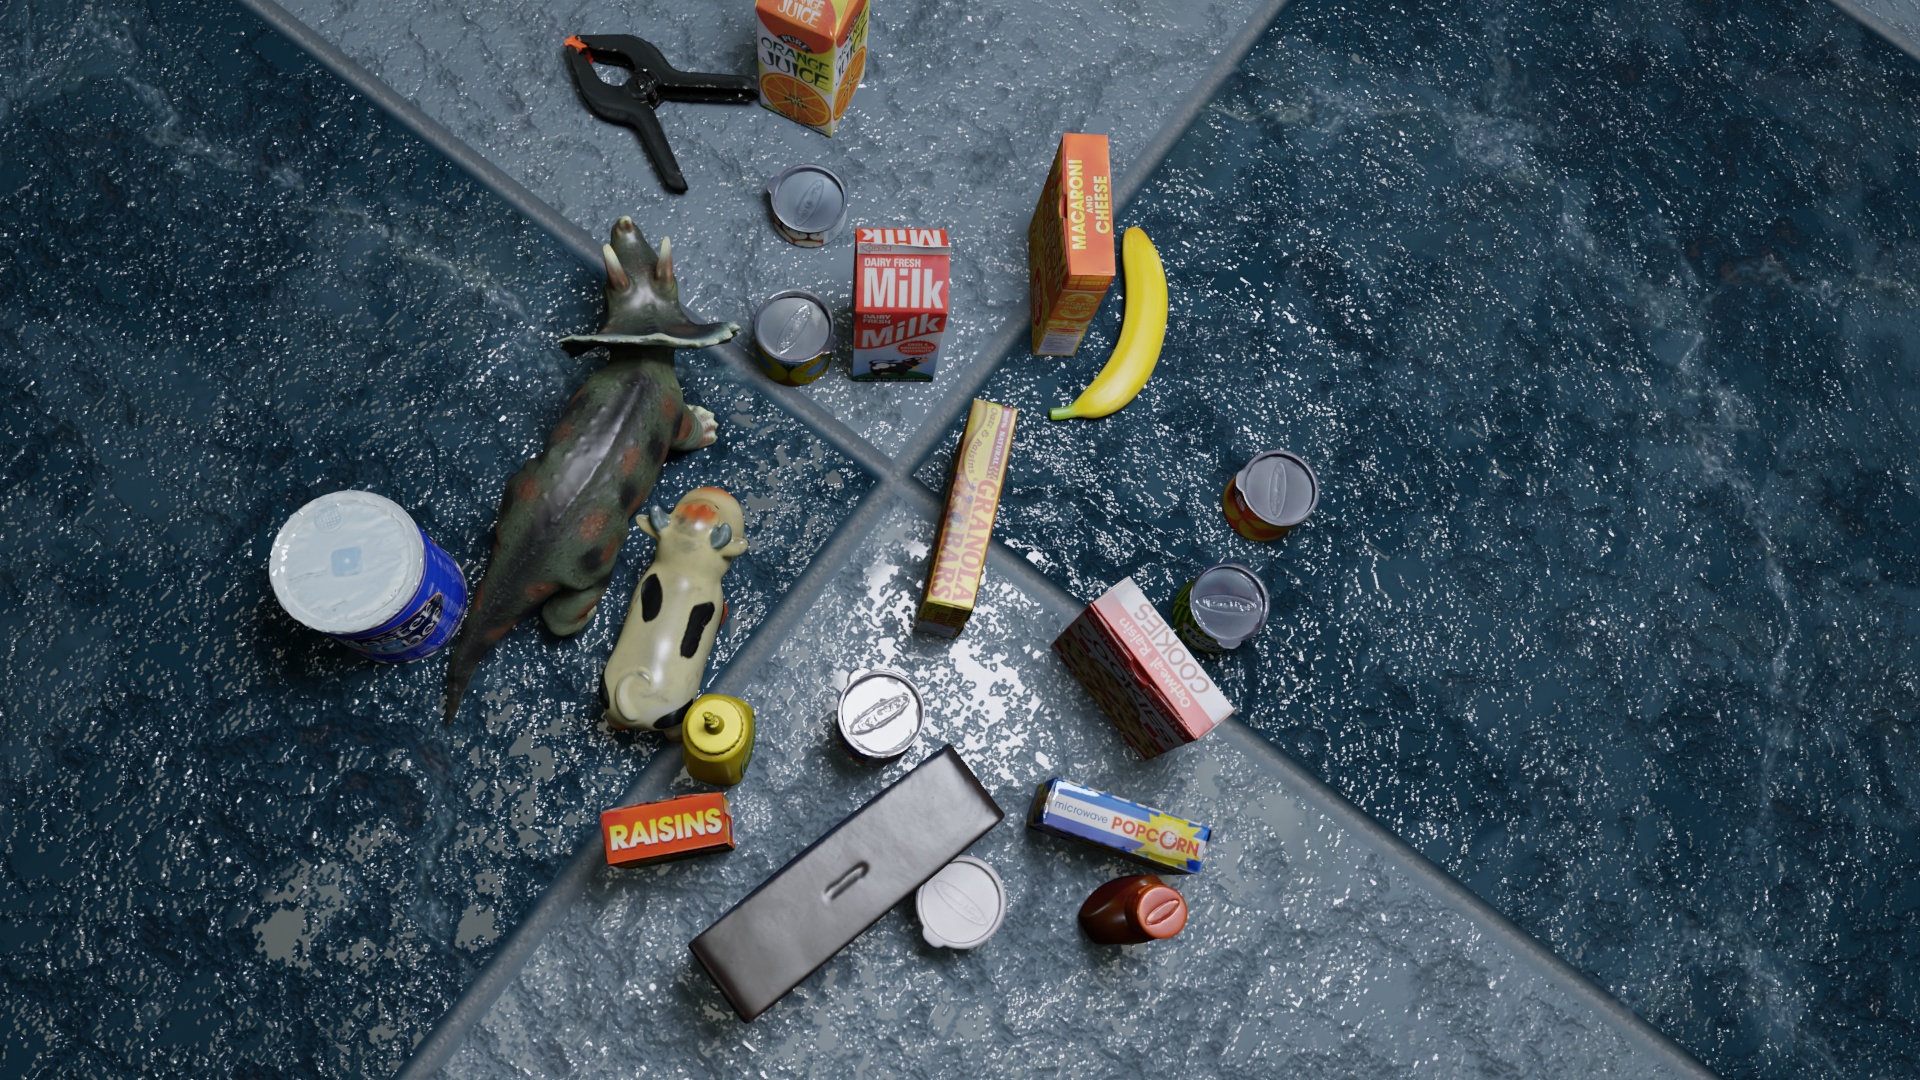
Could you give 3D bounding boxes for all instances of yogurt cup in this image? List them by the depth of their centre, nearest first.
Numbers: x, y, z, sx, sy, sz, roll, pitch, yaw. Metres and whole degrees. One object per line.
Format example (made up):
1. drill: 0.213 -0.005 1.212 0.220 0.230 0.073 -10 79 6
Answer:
1. yogurt cup: -0.002 0.276 1.060 0.072 0.053 0.072 2 75 -6

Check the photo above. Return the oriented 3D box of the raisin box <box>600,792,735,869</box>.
1. raisin box: -0.211 0.213 1.016 0.086 0.123 0.040 -8 77 -9

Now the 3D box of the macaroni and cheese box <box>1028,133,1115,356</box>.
1. macaroni and cheese box: 0.089 -0.240 1.150 0.040 0.166 0.124 0 75 -6

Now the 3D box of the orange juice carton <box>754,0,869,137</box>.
1. orange juice carton: -0.123 -0.428 1.162 0.072 0.192 0.073 25 74 0

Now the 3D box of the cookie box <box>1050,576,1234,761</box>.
1. cookie box: 0.134 0.103 1.063 0.040 0.167 0.123 -36 82 -14

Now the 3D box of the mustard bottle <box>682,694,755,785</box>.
1. mustard bottle: -0.178 0.143 1.020 0.049 0.159 0.065 11 75 -4

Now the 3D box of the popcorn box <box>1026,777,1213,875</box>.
1. popcorn box: 0.120 0.221 1.073 0.127 0.085 0.038 18 74 -2

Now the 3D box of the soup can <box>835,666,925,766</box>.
1. soup can: -0.065 0.136 1.075 0.071 0.083 0.071 2 75 -6

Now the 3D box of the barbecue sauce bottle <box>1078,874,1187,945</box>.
1. barbecue sauce bottle: 0.131 0.273 1.027 0.065 0.148 0.044 -30 81 -13

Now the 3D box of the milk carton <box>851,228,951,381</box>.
1. milk carton: -0.050 -0.193 1.109 0.072 0.190 0.073 0 76 -7

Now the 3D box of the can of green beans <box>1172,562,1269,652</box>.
1. can of green beans: 0.213 0.056 1.142 0.071 0.057 0.071 2 75 -6

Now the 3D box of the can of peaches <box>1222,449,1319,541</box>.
1. can of peaches: 0.259 -0.037 1.172 0.071 0.058 0.071 2 75 -6

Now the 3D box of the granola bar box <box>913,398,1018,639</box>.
1. granola bar box: 0.004 -0.014 1.102 0.039 0.124 0.166 14 74 -3

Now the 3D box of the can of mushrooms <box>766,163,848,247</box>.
1. can of mushrooms: -0.134 -0.292 1.207 0.071 0.033 0.071 2 75 -6

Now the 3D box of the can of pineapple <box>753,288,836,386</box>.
1. can of pineapple: -0.138 -0.167 1.161 0.071 0.057 0.071 2 75 -6
